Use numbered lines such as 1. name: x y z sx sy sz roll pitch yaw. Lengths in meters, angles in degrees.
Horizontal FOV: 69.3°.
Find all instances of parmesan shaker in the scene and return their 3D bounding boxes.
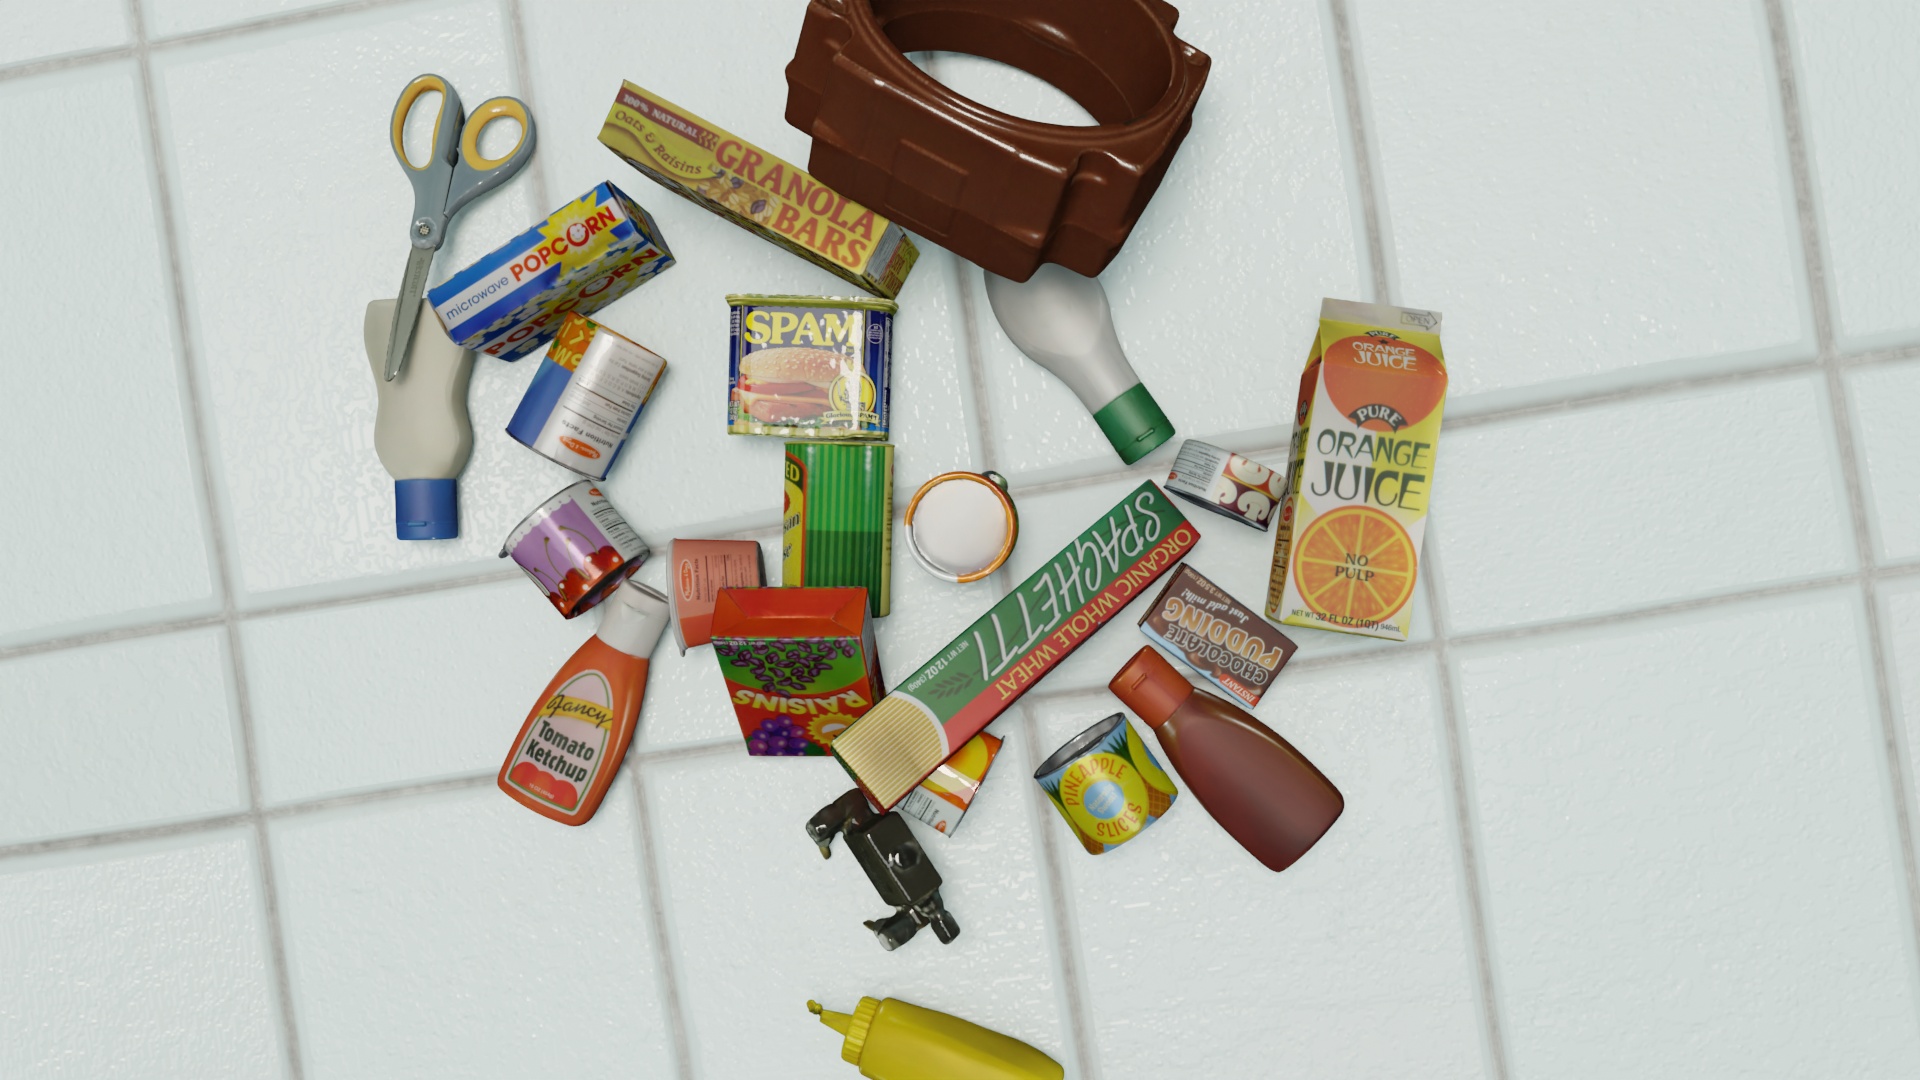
1. parmesan shaker: -0.073 -0.007 0.828 0.071 0.071 0.103 2 91 4

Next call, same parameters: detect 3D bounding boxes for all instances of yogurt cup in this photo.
1. yogurt cup: -0.146 0.030 0.839 0.054 0.072 0.072 -6 90 -4

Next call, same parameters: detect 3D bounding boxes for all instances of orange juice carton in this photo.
1. orange juice carton: 0.230 -0.042 0.805 0.072 0.073 0.192 9 91 4

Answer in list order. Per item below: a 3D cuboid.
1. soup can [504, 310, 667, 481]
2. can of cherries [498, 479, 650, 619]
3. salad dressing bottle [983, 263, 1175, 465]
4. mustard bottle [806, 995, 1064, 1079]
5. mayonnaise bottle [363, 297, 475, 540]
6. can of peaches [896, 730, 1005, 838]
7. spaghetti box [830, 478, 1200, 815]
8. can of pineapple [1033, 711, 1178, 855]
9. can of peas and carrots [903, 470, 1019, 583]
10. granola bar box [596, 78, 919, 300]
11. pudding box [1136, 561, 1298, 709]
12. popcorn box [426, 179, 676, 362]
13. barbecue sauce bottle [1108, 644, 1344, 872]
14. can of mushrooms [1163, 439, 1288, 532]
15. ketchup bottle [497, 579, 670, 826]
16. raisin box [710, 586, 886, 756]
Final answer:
1. soup can: -0.227 -0.089 0.843 0.071 0.071 0.083 29 92 3
2. can of cherries: -0.234 0.008 0.843 0.071 0.071 0.058 -42 89 4
3. salad dressing bottle: 0.073 -0.114 0.832 0.064 0.044 0.147 -34 89 2
4. mustard bottle: -0.019 0.310 0.834 0.160 0.065 0.049 18 87 9
5. mayonnaise bottle: -0.333 -0.074 0.862 0.065 0.041 0.148 -1 92 -2
6. can of peaches: -0.014 0.132 0.830 0.058 0.071 0.071 29 93 4
7. spaghetti box: 0.035 0.058 0.805 0.251 0.028 0.050 -39 81 -14
8. can of pineapple: 0.086 0.144 0.819 0.071 0.071 0.058 -36 89 4
9. can of peas and carrots: 0.003 -0.010 0.829 0.071 0.059 0.071 0 91 4
10. granola bar box: -0.112 -0.196 0.803 0.165 0.124 0.039 28 95 3
11. pudding box: 0.153 0.057 0.833 0.084 0.030 0.049 37 94 3
12. popcorn box: -0.242 -0.158 0.832 0.127 0.085 0.038 -31 87 3
13. barbecue sauce bottle: 0.154 0.125 0.827 0.148 0.044 0.065 43 98 3
14. can of mushrooms: 0.157 -0.032 0.815 0.071 0.071 0.033 23 91 4
15. ketchup bottle: -0.224 0.097 0.854 0.065 0.043 0.148 27 92 3
16. raisin box: -0.091 0.078 0.809 0.086 0.122 0.040 -1 49 4
